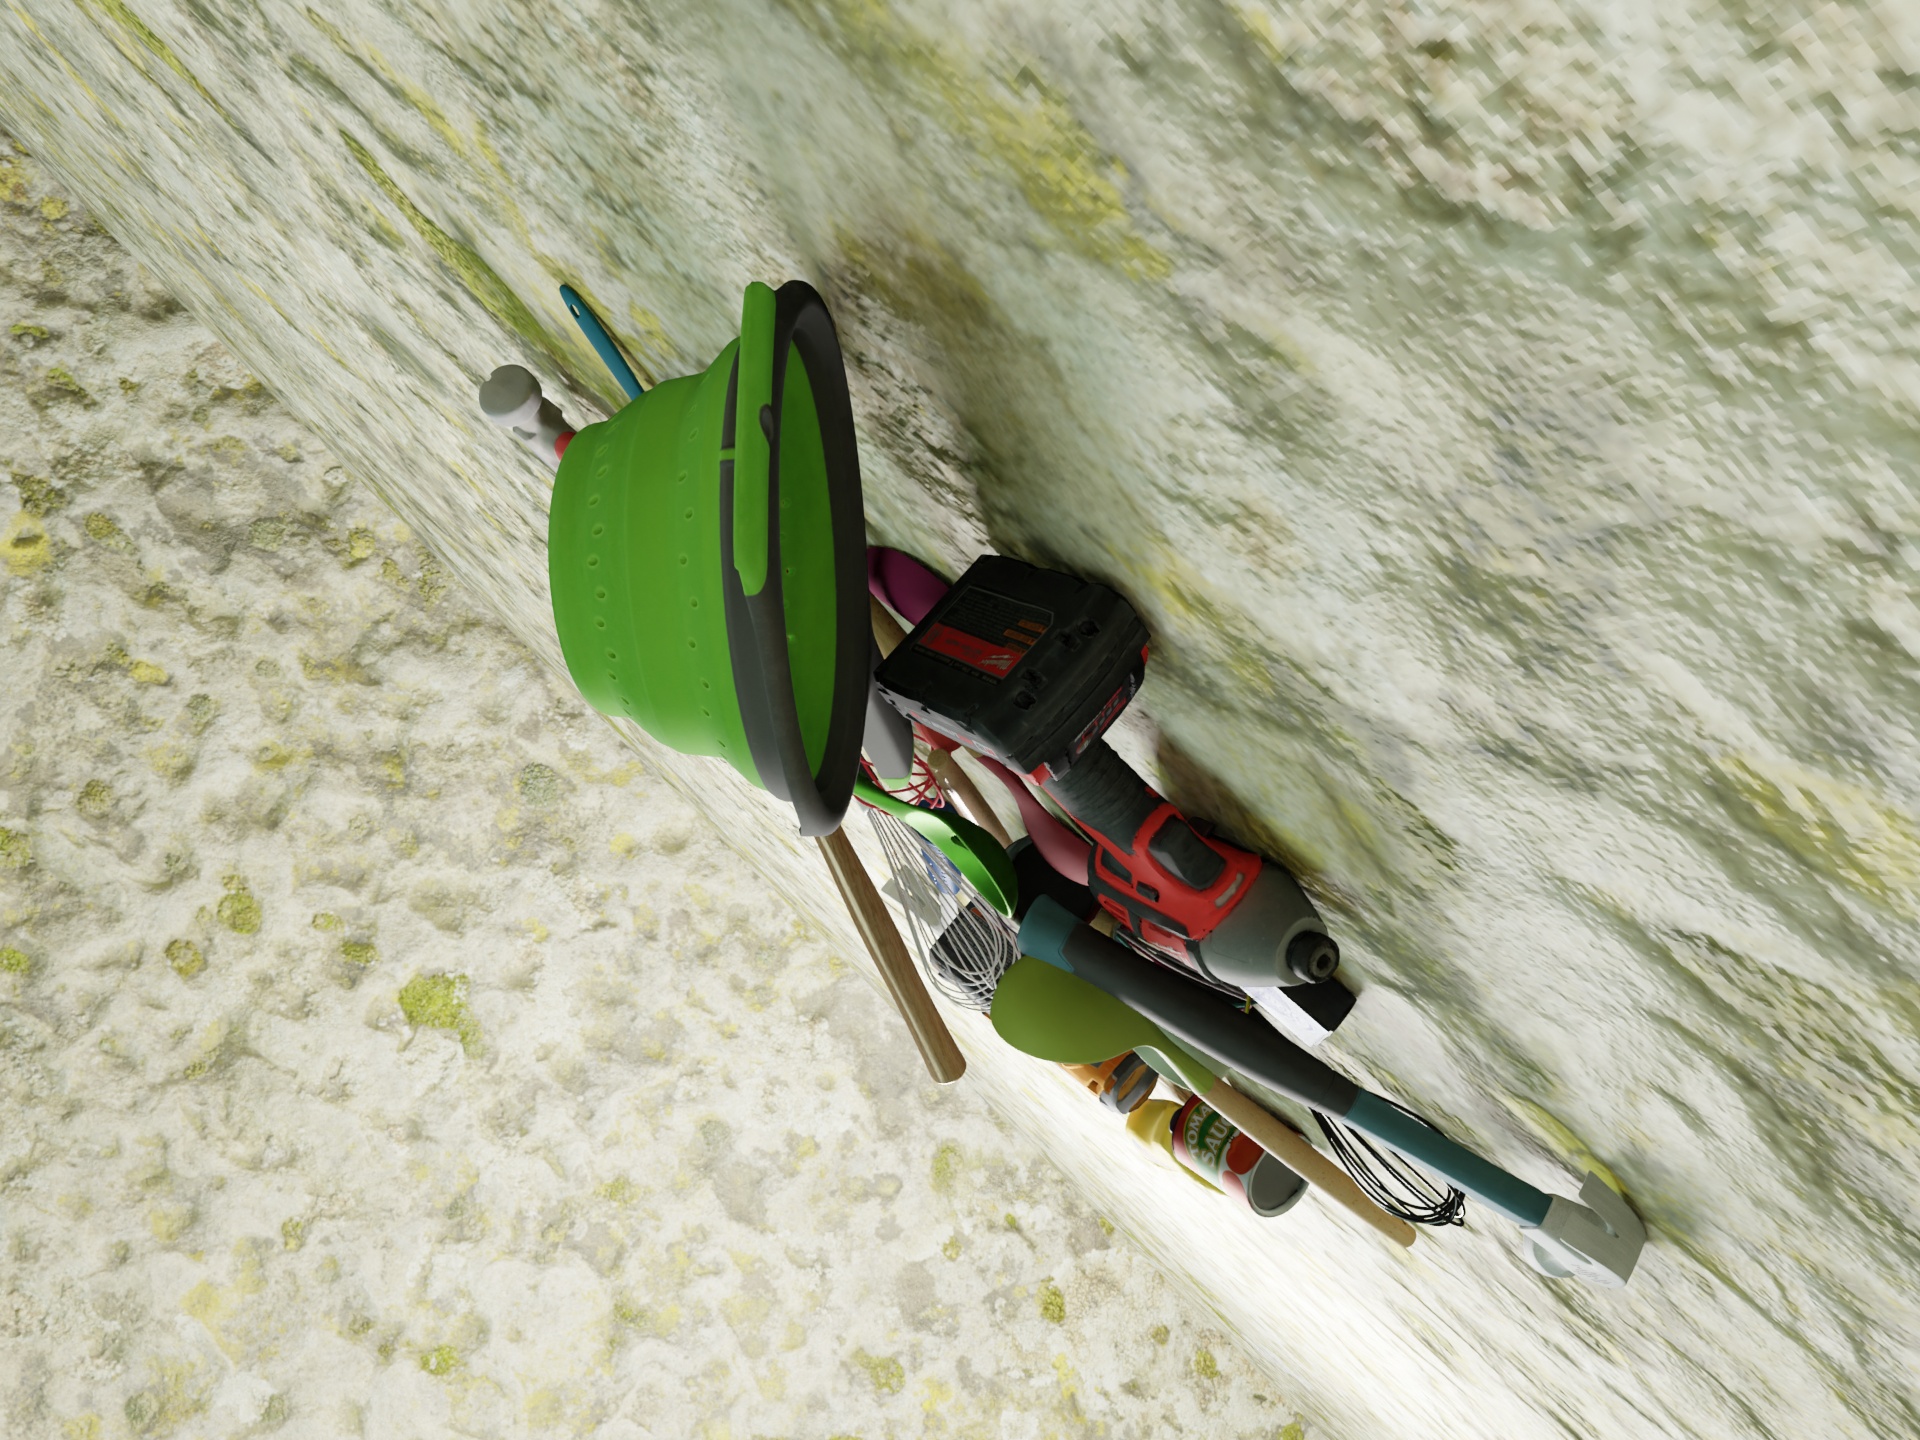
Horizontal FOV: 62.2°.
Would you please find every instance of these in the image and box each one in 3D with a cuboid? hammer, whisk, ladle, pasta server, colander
[{"bbox_3d":[0.175,0.179,0.772,0.331,0.033,0.128,29,164,6],"label":"hammer"},{"bbox_3d":[0.192,0.202,0.906,0.239,0.055,0.055,39,166,40],"label":"whisk"},{"bbox_3d":[-0.001,-0.003,0.846,0.315,0.031,0.069,49,166,-32],"label":"ladle"},{"bbox_3d":[-0.072,0.116,1.098,0.331,0.031,0.130,66,173,-23],"label":"hammer"},{"bbox_3d":[0.018,0.083,1.008,0.060,0.040,0.316,51,177,25],"label":"pasta server"},{"bbox_3d":[-0.082,-0.007,1.059,0.073,0.073,0.296,53,171,-32],"label":"whisk"},{"bbox_3d":[-0.047,0.082,1.126,0.285,0.070,0.070,57,171,17],"label":"whisk"},{"bbox_3d":[-0.136,-0.091,0.980,0.387,0.038,0.143,36,174,25],"label":"hammer"},{"bbox_3d":[-0.087,-0.034,0.675,0.094,0.205,0.396,-2,163,5],"label":"colander"},{"bbox_3d":[0.144,0.223,0.882,0.320,0.062,0.078,39,-168,-23],"label":"ladle"},{"bbox_3d":[0.111,0.131,0.958,0.245,0.051,0.047,23,135,66],"label":"whisk"},{"bbox_3d":[-0.017,0.137,1.343,0.144,0.035,0.405,40,166,14],"label":"hammer"}]

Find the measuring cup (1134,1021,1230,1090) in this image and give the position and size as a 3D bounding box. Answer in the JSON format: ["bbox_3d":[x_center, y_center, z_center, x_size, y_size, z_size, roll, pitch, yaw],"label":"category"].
[{"bbox_3d":[0.121,0.164,1.020,0.083,0.038,0.168,17,-153,-40],"label":"measuring cup"}]

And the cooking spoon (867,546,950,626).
[{"bbox_3d":[-0.085,-0.099,0.860,0.319,0.017,0.068,33,162,37],"label":"cooking spoon"}]

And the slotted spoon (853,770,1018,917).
[{"bbox_3d":[-0.087,0.019,0.940,0.314,0.031,0.070,32,160,22],"label":"slotted spoon"}]

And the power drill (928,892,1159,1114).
[{"bbox_3d":[0.057,0.222,1.304,0.185,0.084,0.226,34,168,39],"label":"power drill"}]

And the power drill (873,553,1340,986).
[{"bbox_3d":[0.073,0.035,0.690,0.219,0.078,0.143,48,168,-31],"label":"power drill"}]

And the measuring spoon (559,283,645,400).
[{"bbox_3d":[-0.189,-0.180,0.881,0.042,0.021,0.128,0,128,57],"label":"measuring spoon"}]
